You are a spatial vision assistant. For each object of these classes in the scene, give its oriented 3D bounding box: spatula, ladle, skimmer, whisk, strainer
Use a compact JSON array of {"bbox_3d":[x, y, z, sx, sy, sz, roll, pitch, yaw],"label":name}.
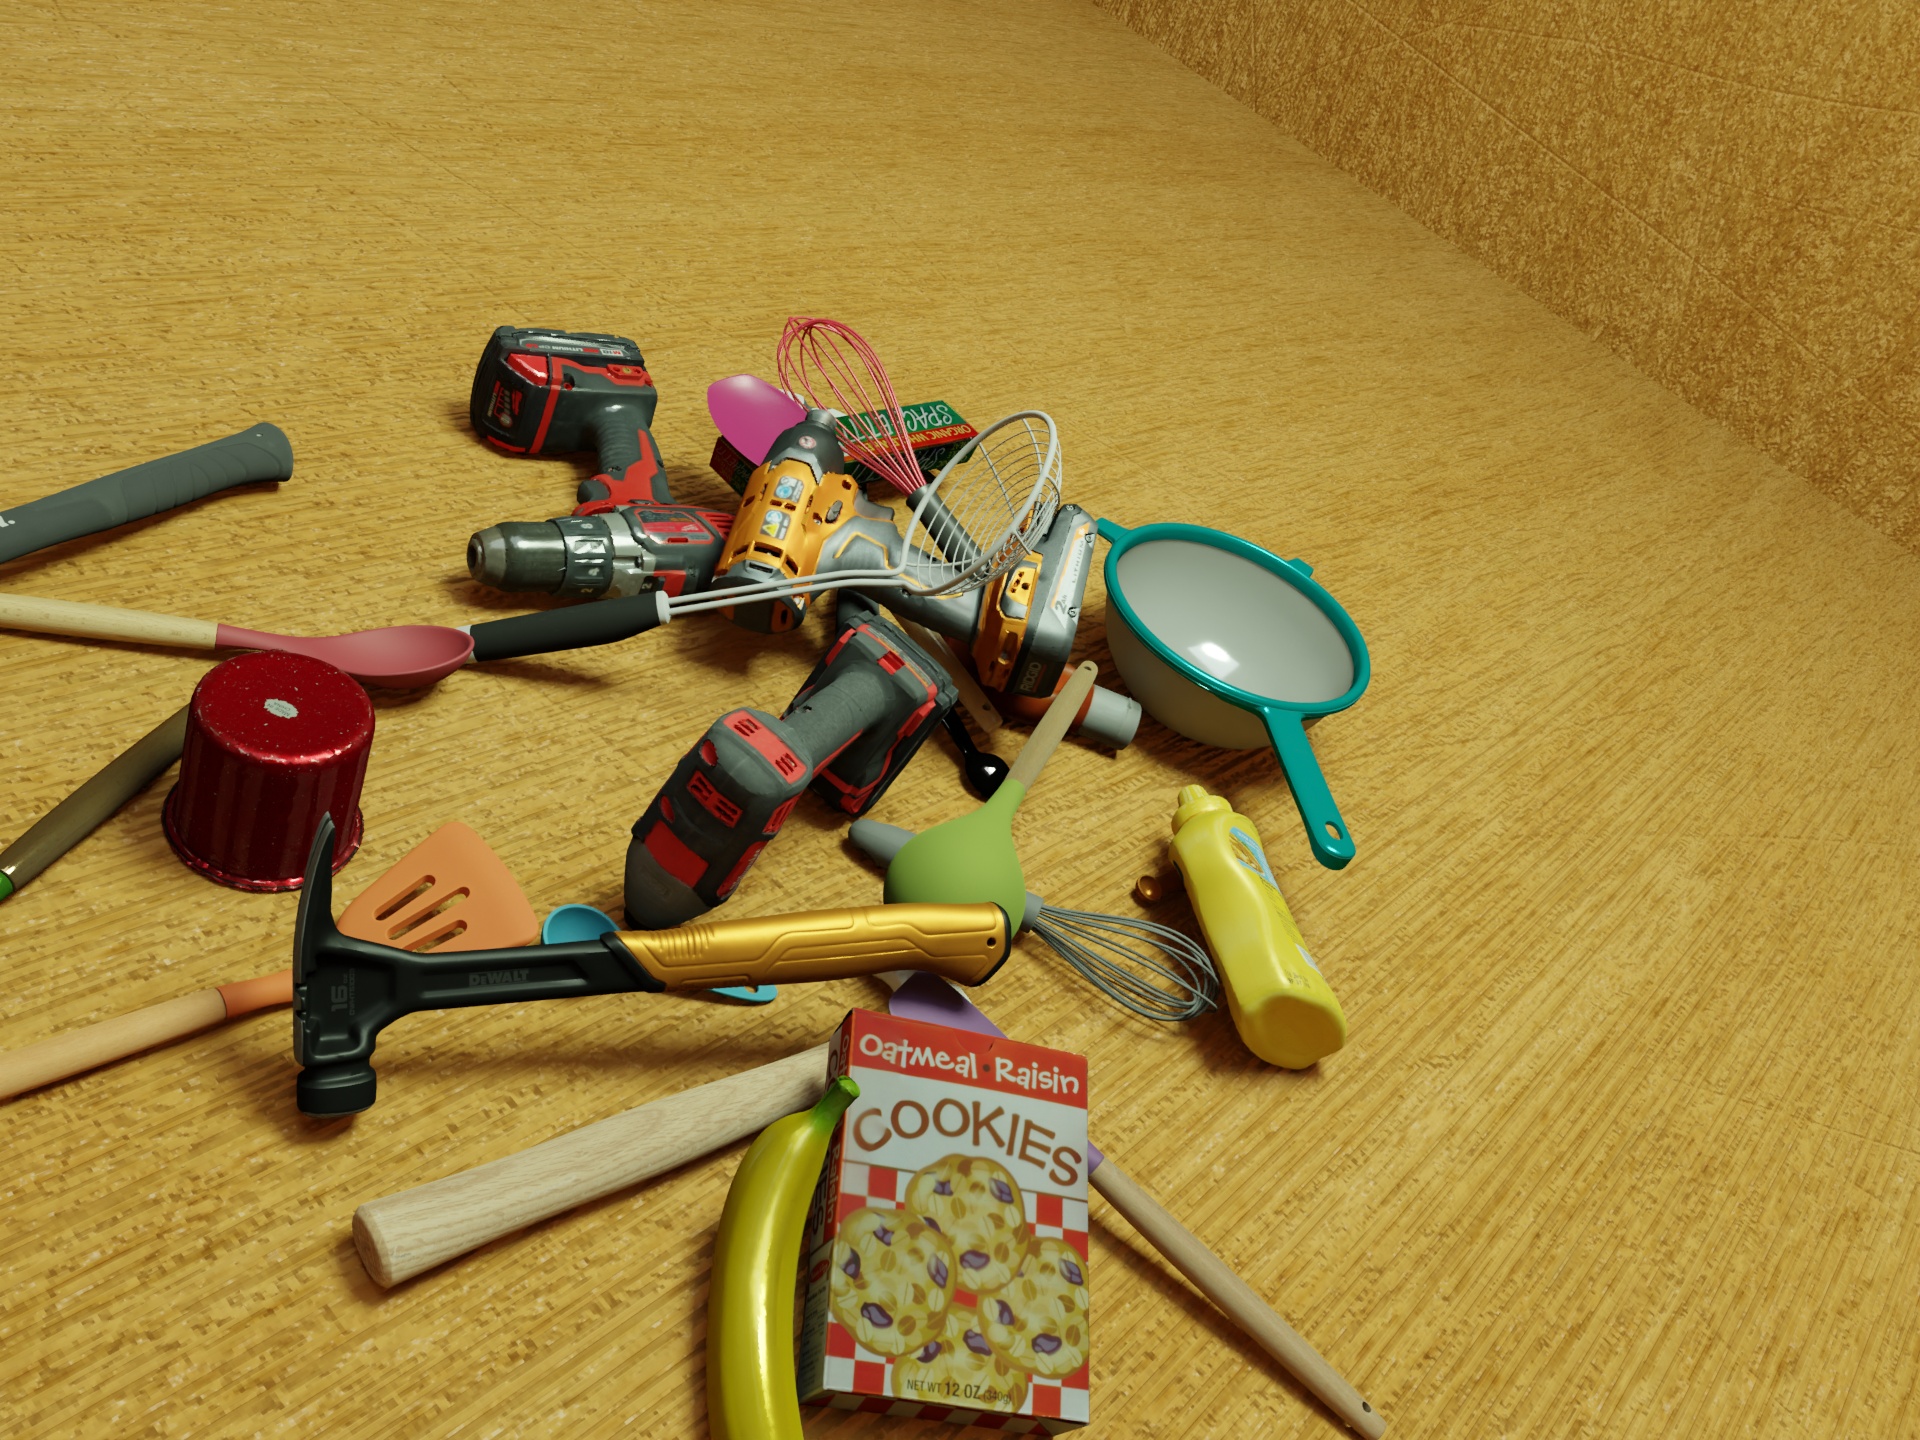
[{"bbox_3d":[0.085,0.241,0.788,0.316,0.018,0.060,42,34,7],"label":"spatula"},{"bbox_3d":[-0.422,-0.048,0.841,0.315,0.031,0.069,7,21,-23],"label":"ladle"},{"bbox_3d":[-0.118,-0.101,0.919,0.363,0.090,0.127,-11,35,-3],"label":"skimmer"},{"bbox_3d":[-0.040,-0.174,1.125,0.073,0.073,0.296,-21,70,-47],"label":"whisk"},{"bbox_3d":[0.042,0.114,0.927,0.239,0.055,0.055,25,35,4],"label":"whisk"},{"bbox_3d":[0.199,-0.004,1.136,0.211,0.095,0.341,9,41,-20],"label":"strainer"},{"bbox_3d":[-0.337,0.122,0.672,0.322,0.041,0.081,-18,56,-44],"label":"spatula"},{"bbox_3d":[0.036,0.040,0.962,0.078,0.062,0.320,23,30,8],"label":"ladle"}]

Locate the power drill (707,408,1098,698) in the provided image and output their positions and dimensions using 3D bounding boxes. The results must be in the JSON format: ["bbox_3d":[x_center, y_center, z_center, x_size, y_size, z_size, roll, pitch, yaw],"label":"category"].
[{"bbox_3d":[-0.032,-0.114,1.028,0.226,0.084,0.164,15,61,-2],"label":"power drill"}]

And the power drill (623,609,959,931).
[{"bbox_3d":[-0.099,0.032,0.867,0.078,0.143,0.220,41,31,5],"label":"power drill"}]

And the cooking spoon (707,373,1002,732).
[{"bbox_3d":[-0.071,-0.117,1.077,0.069,0.017,0.319,-27,72,-35],"label":"cooking spoon"}]

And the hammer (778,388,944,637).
[{"bbox_3d":[-0.071,-0.106,1.138,0.149,0.036,0.409,16,37,-18],"label":"hammer"}]

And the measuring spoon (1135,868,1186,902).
[{"bbox_3d":[0.154,0.104,1.043,0.117,0.011,0.021,-6,61,-43],"label":"measuring spoon"}]

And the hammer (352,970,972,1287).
[{"bbox_3d":[-0.115,0.187,0.744,0.331,0.031,0.130,-13,51,-42],"label":"hammer"}]

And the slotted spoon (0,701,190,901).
[{"bbox_3d":[-0.417,0.056,0.716,0.070,0.031,0.314,24,34,0],"label":"slotted spoon"}]

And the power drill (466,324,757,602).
[{"bbox_3d":[-0.256,-0.162,1.054,0.187,0.080,0.227,-5,50,-37],"label":"power drill"}]

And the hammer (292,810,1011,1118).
[{"bbox_3d":[-0.129,0.103,0.741,0.336,0.127,0.034,0,6,-26],"label":"hammer"}]

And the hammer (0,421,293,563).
[{"bbox_3d":[-0.487,-0.109,0.848,0.146,0.035,0.335,25,30,10],"label":"hammer"}]

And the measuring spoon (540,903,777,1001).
[{"bbox_3d":[-0.155,0.128,0.810,0.128,0.021,0.042,21,40,-25],"label":"measuring spoon"}]

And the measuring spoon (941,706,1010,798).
[{"bbox_3d":[-0.002,-0.003,1.041,0.034,0.018,0.124,-10,63,-54],"label":"measuring spoon"}]
